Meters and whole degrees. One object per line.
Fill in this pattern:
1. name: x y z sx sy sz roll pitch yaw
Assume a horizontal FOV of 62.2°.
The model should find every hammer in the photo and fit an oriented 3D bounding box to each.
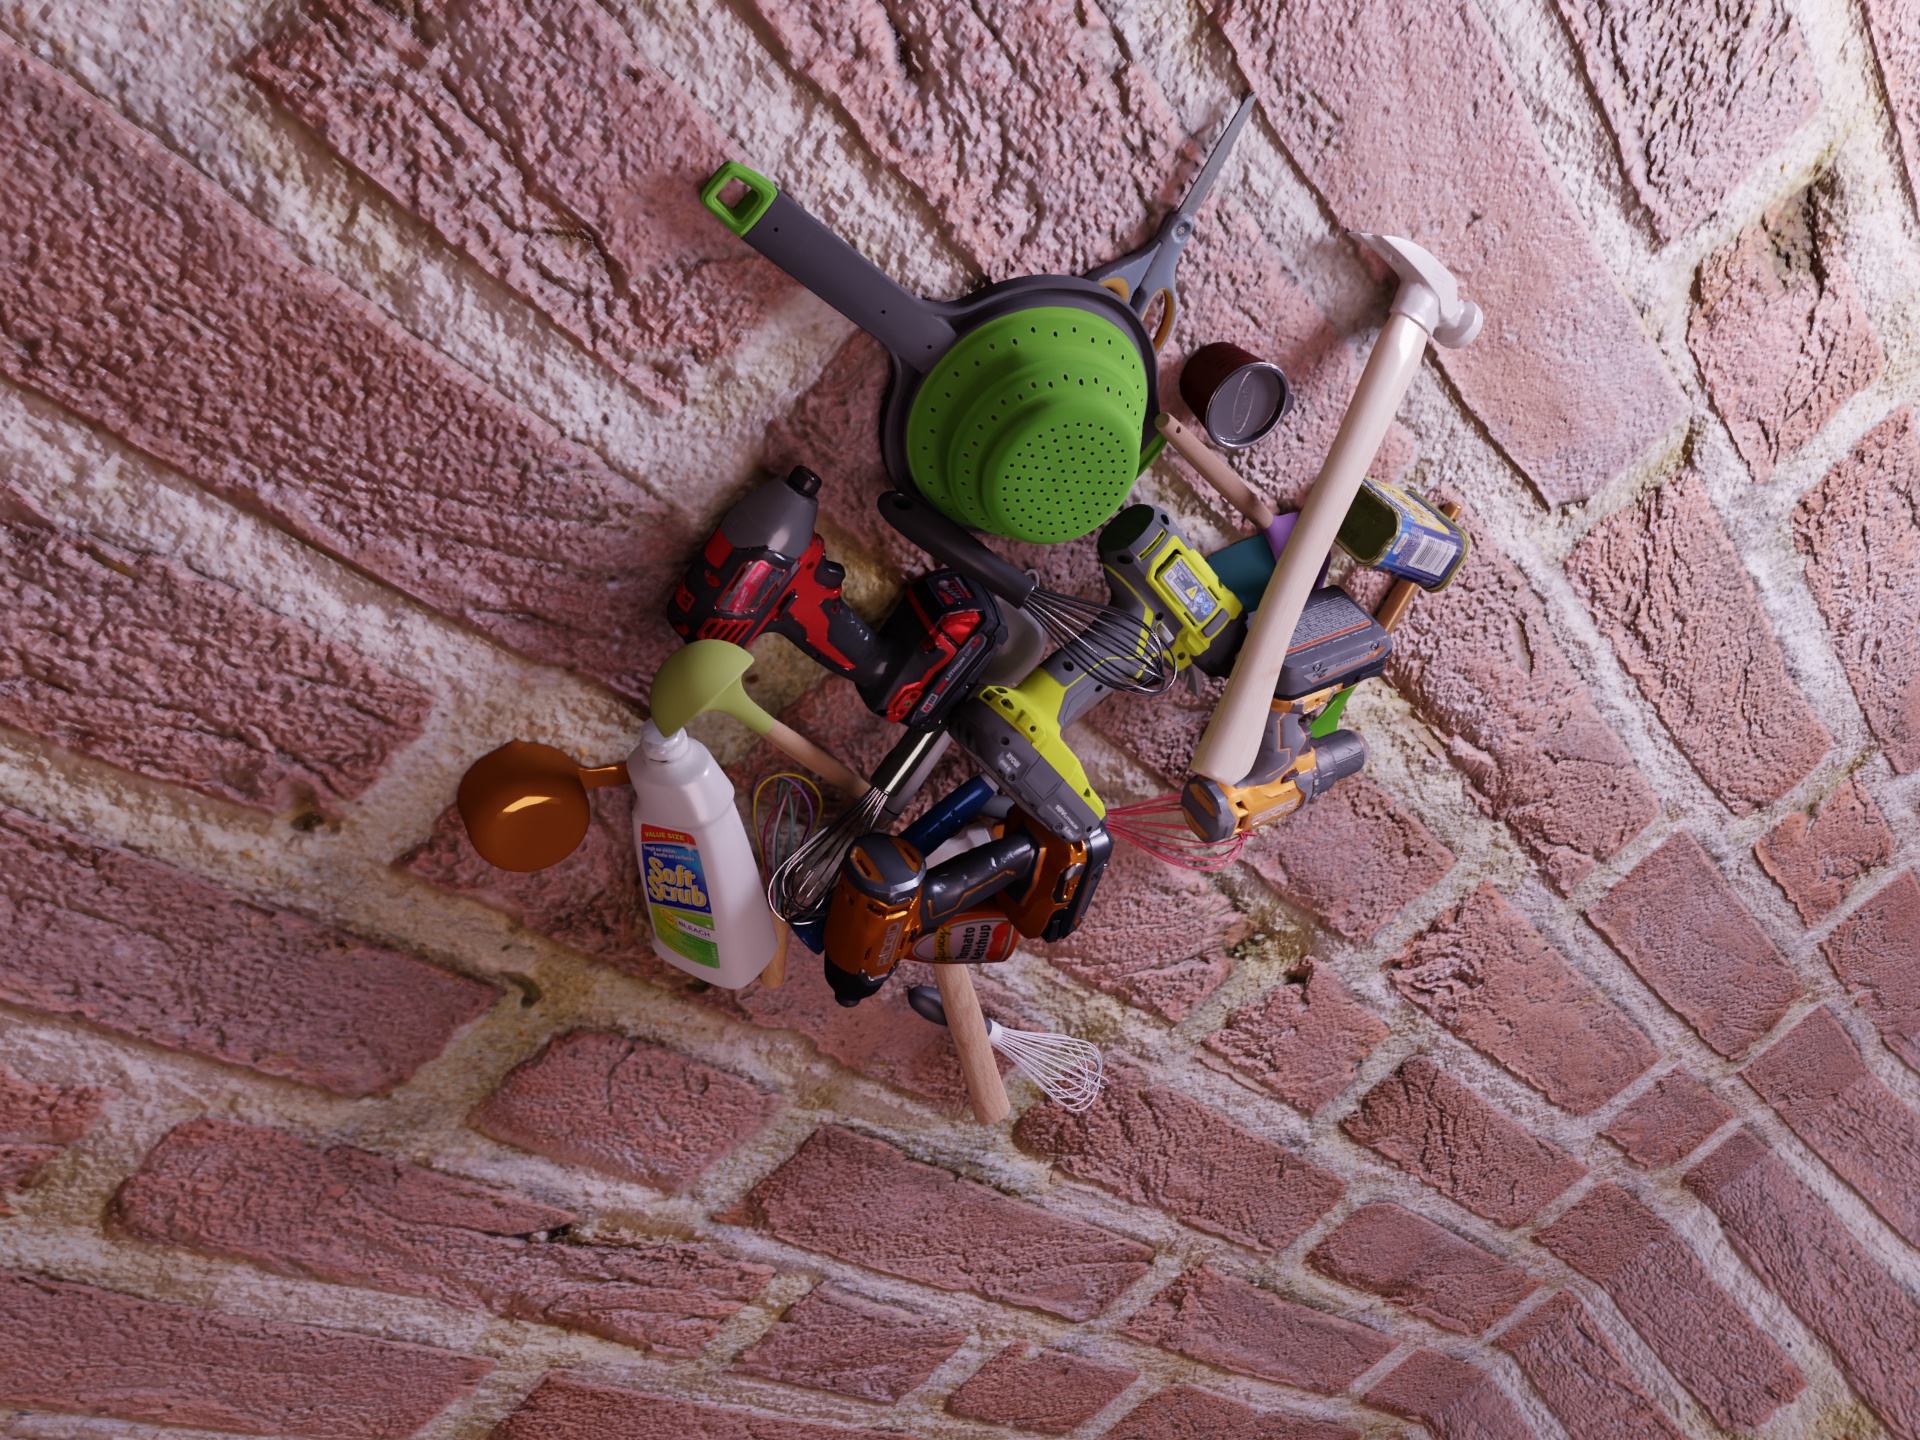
1. hammer: -0.006 0.242 1.425 0.130 0.031 0.331 -20 123 -9
2. hammer: 0.258 -0.149 1.169 0.146 0.038 0.410 22 92 -42
3. hammer: 0.032 0.047 1.278 0.405 0.035 0.143 -40 143 -1

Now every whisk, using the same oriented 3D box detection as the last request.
1. whisk: 0.046 -0.089 1.090 0.239 0.055 0.055 33 111 -6
2. whisk: 0.138 0.089 1.394 0.295 0.073 0.073 8 122 -28
3. whisk: -0.143 0.134 1.286 0.047 0.051 0.244 -15 136 -26
4. whisk: -0.064 0.057 1.213 0.059 0.058 0.246 33 98 -24
5. whisk: 0.048 0.312 1.535 0.070 0.070 0.284 -46 129 13

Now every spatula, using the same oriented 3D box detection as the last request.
1. spatula: 0.223 -0.164 1.212 0.315 0.018 0.060 26 82 -53
2. spatula: 0.253 -0.026 1.387 0.082 0.044 0.317 -21 139 -14

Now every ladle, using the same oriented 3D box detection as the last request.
1. ladle: -0.122 0.020 1.143 0.078 0.062 0.319 -41 151 5

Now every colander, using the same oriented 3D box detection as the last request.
1. colander: 0.000 -0.217 1.021 0.204 0.095 0.396 -44 133 19

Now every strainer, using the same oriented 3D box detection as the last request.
1. strainer: -0.002 -0.004 1.251 0.086 0.050 0.258 16 121 -34

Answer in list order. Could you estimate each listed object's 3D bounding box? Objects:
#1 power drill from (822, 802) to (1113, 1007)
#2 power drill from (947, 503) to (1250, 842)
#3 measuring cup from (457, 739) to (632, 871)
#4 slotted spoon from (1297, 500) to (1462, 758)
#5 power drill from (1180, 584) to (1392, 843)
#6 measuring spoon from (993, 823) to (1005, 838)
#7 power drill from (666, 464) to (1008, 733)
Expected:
1. power drill: -0.004 0.144 1.243 0.226 0.084 0.164 -13 138 -32
2. power drill: 0.115 -0.026 1.183 0.223 0.080 0.171 -47 120 -4
3. measuring cup: -0.269 0.059 1.143 0.173 0.052 0.095 -10 131 -21
4. slotted spoon: 0.359 -0.057 1.416 0.070 0.031 0.313 7 121 -33
5. power drill: 0.289 -0.004 1.338 0.185 0.084 0.226 -19 141 -24
6. measuring spoon: 0.072 0.108 1.408 0.116 0.011 0.021 22 124 -36
7. power drill: -0.081 -0.085 1.114 0.219 0.079 0.143 23 114 -37
